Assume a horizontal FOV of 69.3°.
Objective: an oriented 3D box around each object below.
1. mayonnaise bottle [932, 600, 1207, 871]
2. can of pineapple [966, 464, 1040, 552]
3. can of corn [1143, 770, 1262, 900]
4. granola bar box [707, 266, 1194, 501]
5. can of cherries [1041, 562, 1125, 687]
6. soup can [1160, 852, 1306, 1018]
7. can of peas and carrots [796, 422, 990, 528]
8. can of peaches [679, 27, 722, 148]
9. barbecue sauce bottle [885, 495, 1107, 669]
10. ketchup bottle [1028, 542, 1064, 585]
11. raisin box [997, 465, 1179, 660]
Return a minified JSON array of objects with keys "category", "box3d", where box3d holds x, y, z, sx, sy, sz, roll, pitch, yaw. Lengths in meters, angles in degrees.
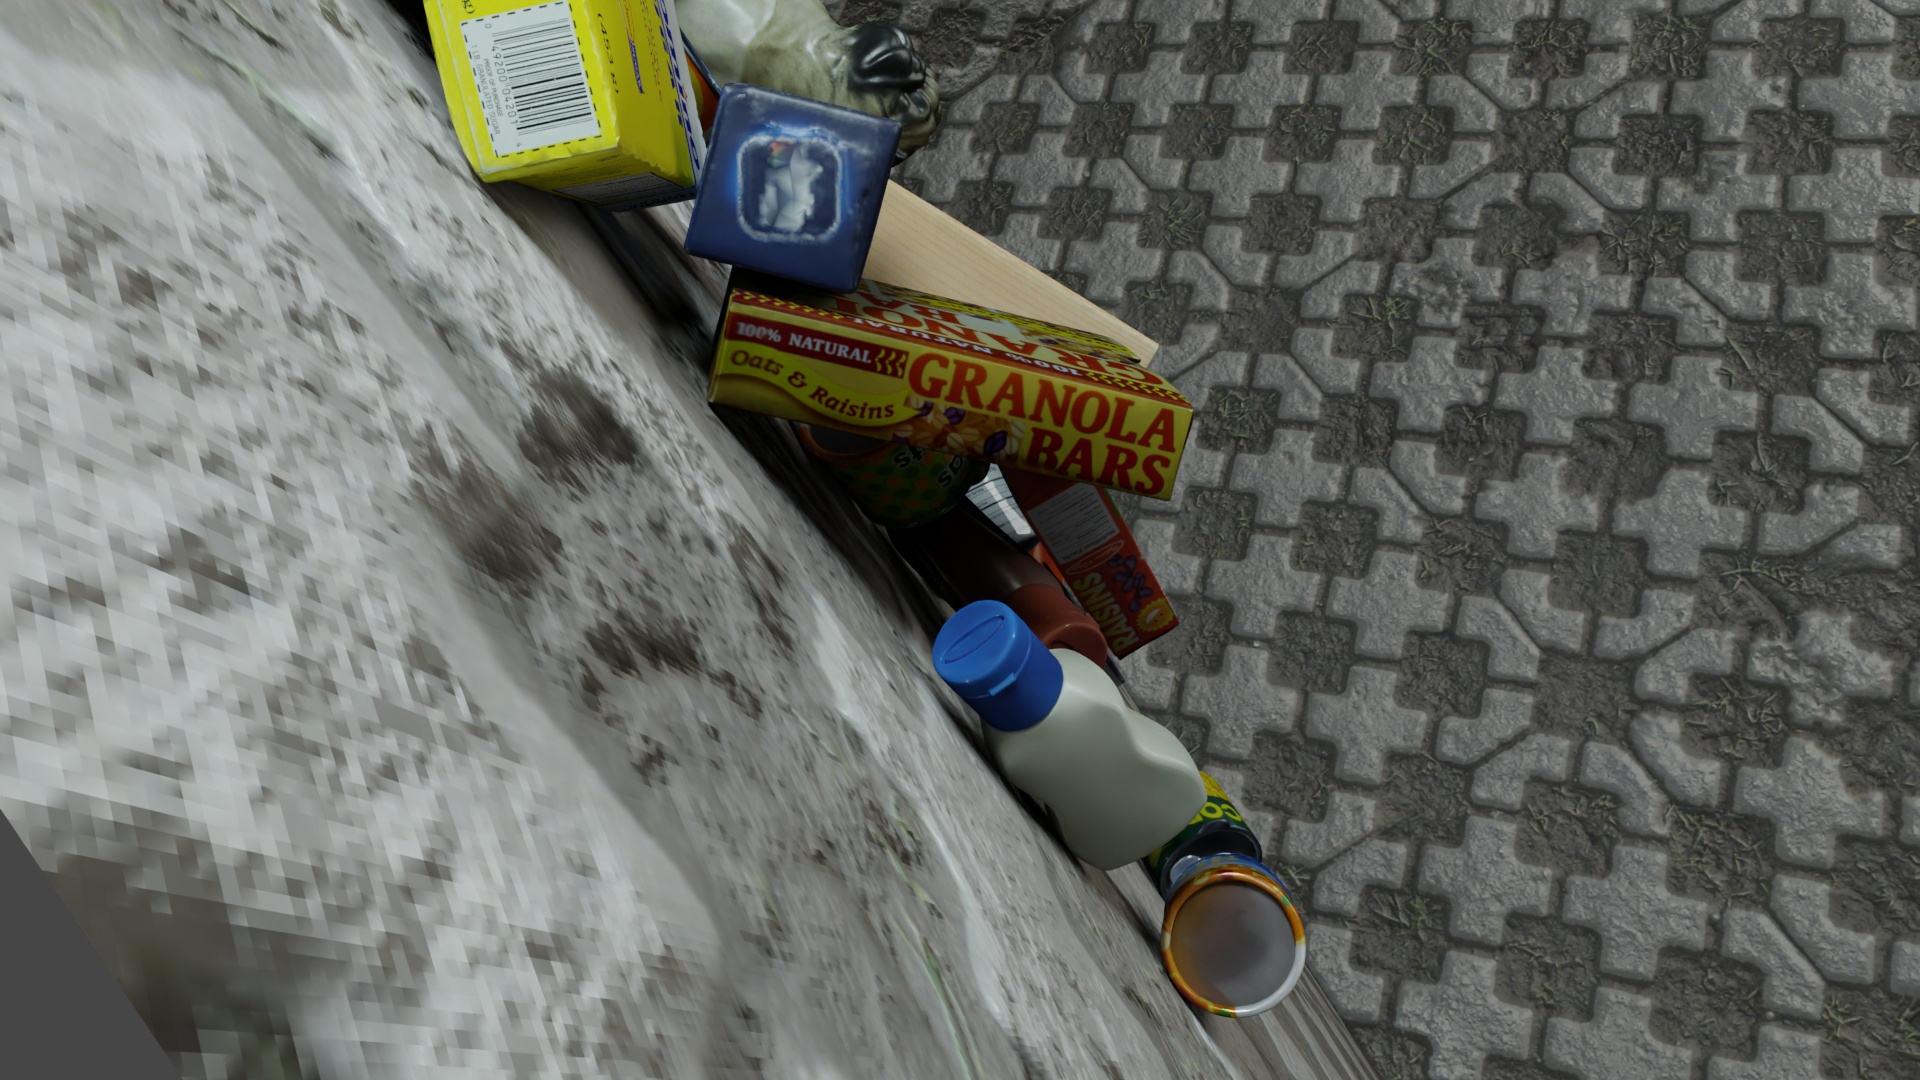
[{"category":"mayonnaise bottle","box3d":[0.042,0.077,0.551,0.147,0.064,0.041,48,9,-40]},{"category":"can of pineapple","box3d":[0.003,-0.009,0.743,0.058,0.071,0.071,58,4,11]},{"category":"can of corn","box3d":[0.143,0.182,0.855,0.071,0.071,0.058,54,3,-32]},{"category":"granola bar box","box3d":[-0.009,-0.066,0.525,0.166,0.039,0.124,11,17,-12]},{"category":"can of cherries","box3d":[0.037,0.055,0.682,0.071,0.058,0.071,55,5,-7]},{"category":"soup can","box3d":[0.128,0.185,0.667,0.071,0.071,0.083,57,4,12]},{"category":"can of peas and carrots","box3d":[-0.029,-0.047,0.622,0.071,0.071,0.058,59,5,39]},{"category":"can of peaches","box3d":[-0.133,-0.184,0.566,0.071,0.058,0.071,56,4,-6]},{"category":"barbecue sauce bottle","box3d":[0.015,0.021,0.626,0.064,0.044,0.149,49,-3,-34]},{"category":"ketchup bottle","box3d":[0.045,0.036,0.952,0.043,0.064,0.149,31,21,-18]},{"category":"raisin box","box3d":[0.054,-0.013,0.652,0.123,0.040,0.086,54,8,-45]}]
